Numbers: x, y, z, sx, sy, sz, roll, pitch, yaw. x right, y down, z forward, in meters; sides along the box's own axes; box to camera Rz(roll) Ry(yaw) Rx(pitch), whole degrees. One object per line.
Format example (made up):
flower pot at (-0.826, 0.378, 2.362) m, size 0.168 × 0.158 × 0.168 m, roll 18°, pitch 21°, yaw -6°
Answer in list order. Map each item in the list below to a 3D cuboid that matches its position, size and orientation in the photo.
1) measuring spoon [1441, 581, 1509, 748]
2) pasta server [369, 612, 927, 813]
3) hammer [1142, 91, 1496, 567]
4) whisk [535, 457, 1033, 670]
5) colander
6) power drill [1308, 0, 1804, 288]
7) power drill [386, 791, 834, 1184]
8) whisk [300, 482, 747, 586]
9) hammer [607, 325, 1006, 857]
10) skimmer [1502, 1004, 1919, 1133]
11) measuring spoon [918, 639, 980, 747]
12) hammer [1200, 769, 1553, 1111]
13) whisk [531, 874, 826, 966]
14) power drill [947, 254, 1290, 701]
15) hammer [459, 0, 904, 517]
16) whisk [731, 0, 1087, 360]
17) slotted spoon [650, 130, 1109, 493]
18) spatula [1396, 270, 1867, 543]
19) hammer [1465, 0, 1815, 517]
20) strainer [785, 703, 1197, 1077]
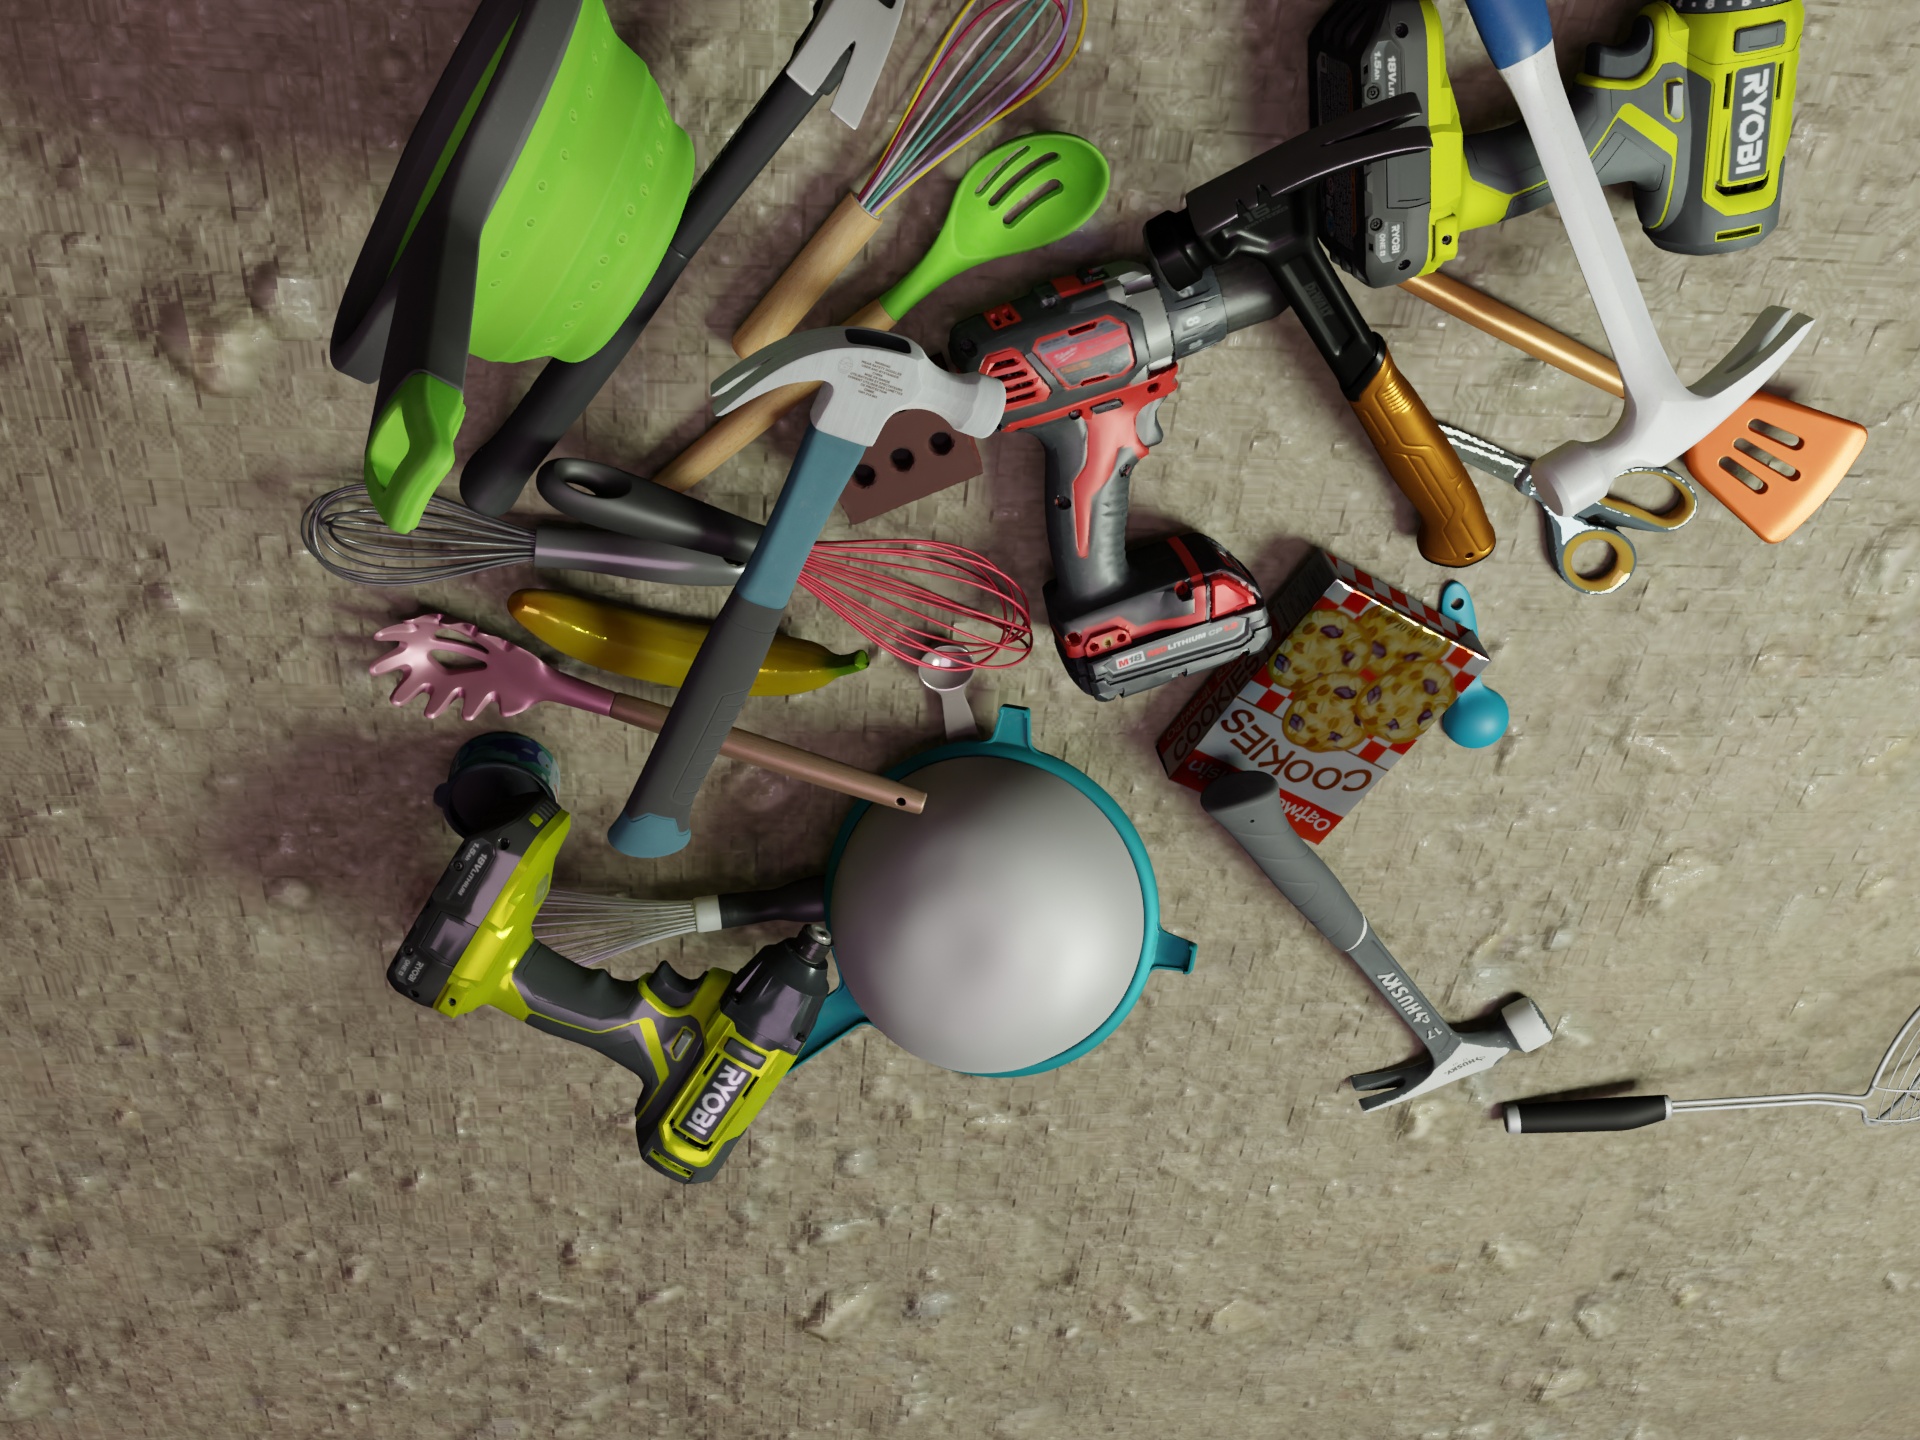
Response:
measuring spoon at (0.319, -0.030, 0.994) m, size 0.042 × 0.021 × 0.128 m, roll -19°, pitch 125°, yaw 5°
pasta server at (-0.172, 0.003, 0.897) m, size 0.316 × 0.040 × 0.060 m, roll 18°, pitch 116°, yaw -3°
hammer at (0.219, -0.170, 0.806) m, size 0.127 × 0.034 × 0.336 m, roll -22°, pitch 147°, yaw 24°
whisk at (-0.082, -0.085, 0.850) m, size 0.295 × 0.073 × 0.073 m, roll 16°, pitch 121°, yaw -28°
colander at (-0.160, -0.169, 0.602) m, size 0.094 × 0.398 × 0.204 m, roll 25°, pitch 118°, yaw -29°
power drill at (0.290, -0.310, 0.763) m, size 0.228 × 0.080 × 0.190 m, roll -12°, pitch 121°, yaw -3°
power drill at (-0.195, 0.145, 0.918) m, size 0.223 × 0.080 × 0.171 m, roll 32°, pitch 104°, yaw -6°
whisk at (-0.228, -0.092, 0.858) m, size 0.239 × 0.055 × 0.055 m, roll 4°, pitch 124°, yaw -15°
hammer at (-0.106, -0.053, 0.815) m, size 0.128 × 0.033 × 0.331 m, roll 16°, pitch 123°, yaw -23°
skimmer at (0.607, 0.275, 1.245) m, size 0.363 × 0.090 × 0.127 m, roll -7°, pitch 129°, yaw 9°
measuring spoon at (-0.002, -0.003, 0.974) m, size 0.034 × 0.018 × 0.124 m, roll -11°, pitch 132°, yaw 2°
hammer at (0.267, 0.153, 1.075) m, size 0.149 × 0.036 × 0.408 m, roll -32°, pitch 131°, yaw 16°
whisk at (-0.193, 0.128, 1.010) m, size 0.284 × 0.070 × 0.070 m, roll -6°, pitch 125°, yaw -10°
power drill at (0.109, -0.140, 0.857) m, size 0.188 × 0.080 × 0.226 m, roll -19°, pitch 122°, yaw 0°
hammer at (-0.142, -0.212, 0.748) m, size 0.035 × 0.146 × 0.334 m, roll 34°, pitch 122°, yaw -24°
whisk at (-0.029, -0.263, 0.770) m, size 0.047 × 0.051 × 0.245 m, roll 30°, pitch 119°, yaw -32°
slotted spoon at (-0.059, -0.197, 0.819) m, size 0.313 × 0.031 × 0.070 m, roll -35°, pitch 143°, yaw 18°
spatula at (0.353, -0.191, 0.876) m, size 0.322 × 0.041 × 0.081 m, roll 19°, pitch 121°, yaw -19°
hammer at (0.259, -0.289, 0.706) m, size 0.144 × 0.035 × 0.405 m, roll -32°, pitch 116°, yaw 5°
strainer at (-0.043, 0.158, 0.953) m, size 0.340 × 0.095 × 0.211 m, roll -36°, pitch 88°, yaw 14°
